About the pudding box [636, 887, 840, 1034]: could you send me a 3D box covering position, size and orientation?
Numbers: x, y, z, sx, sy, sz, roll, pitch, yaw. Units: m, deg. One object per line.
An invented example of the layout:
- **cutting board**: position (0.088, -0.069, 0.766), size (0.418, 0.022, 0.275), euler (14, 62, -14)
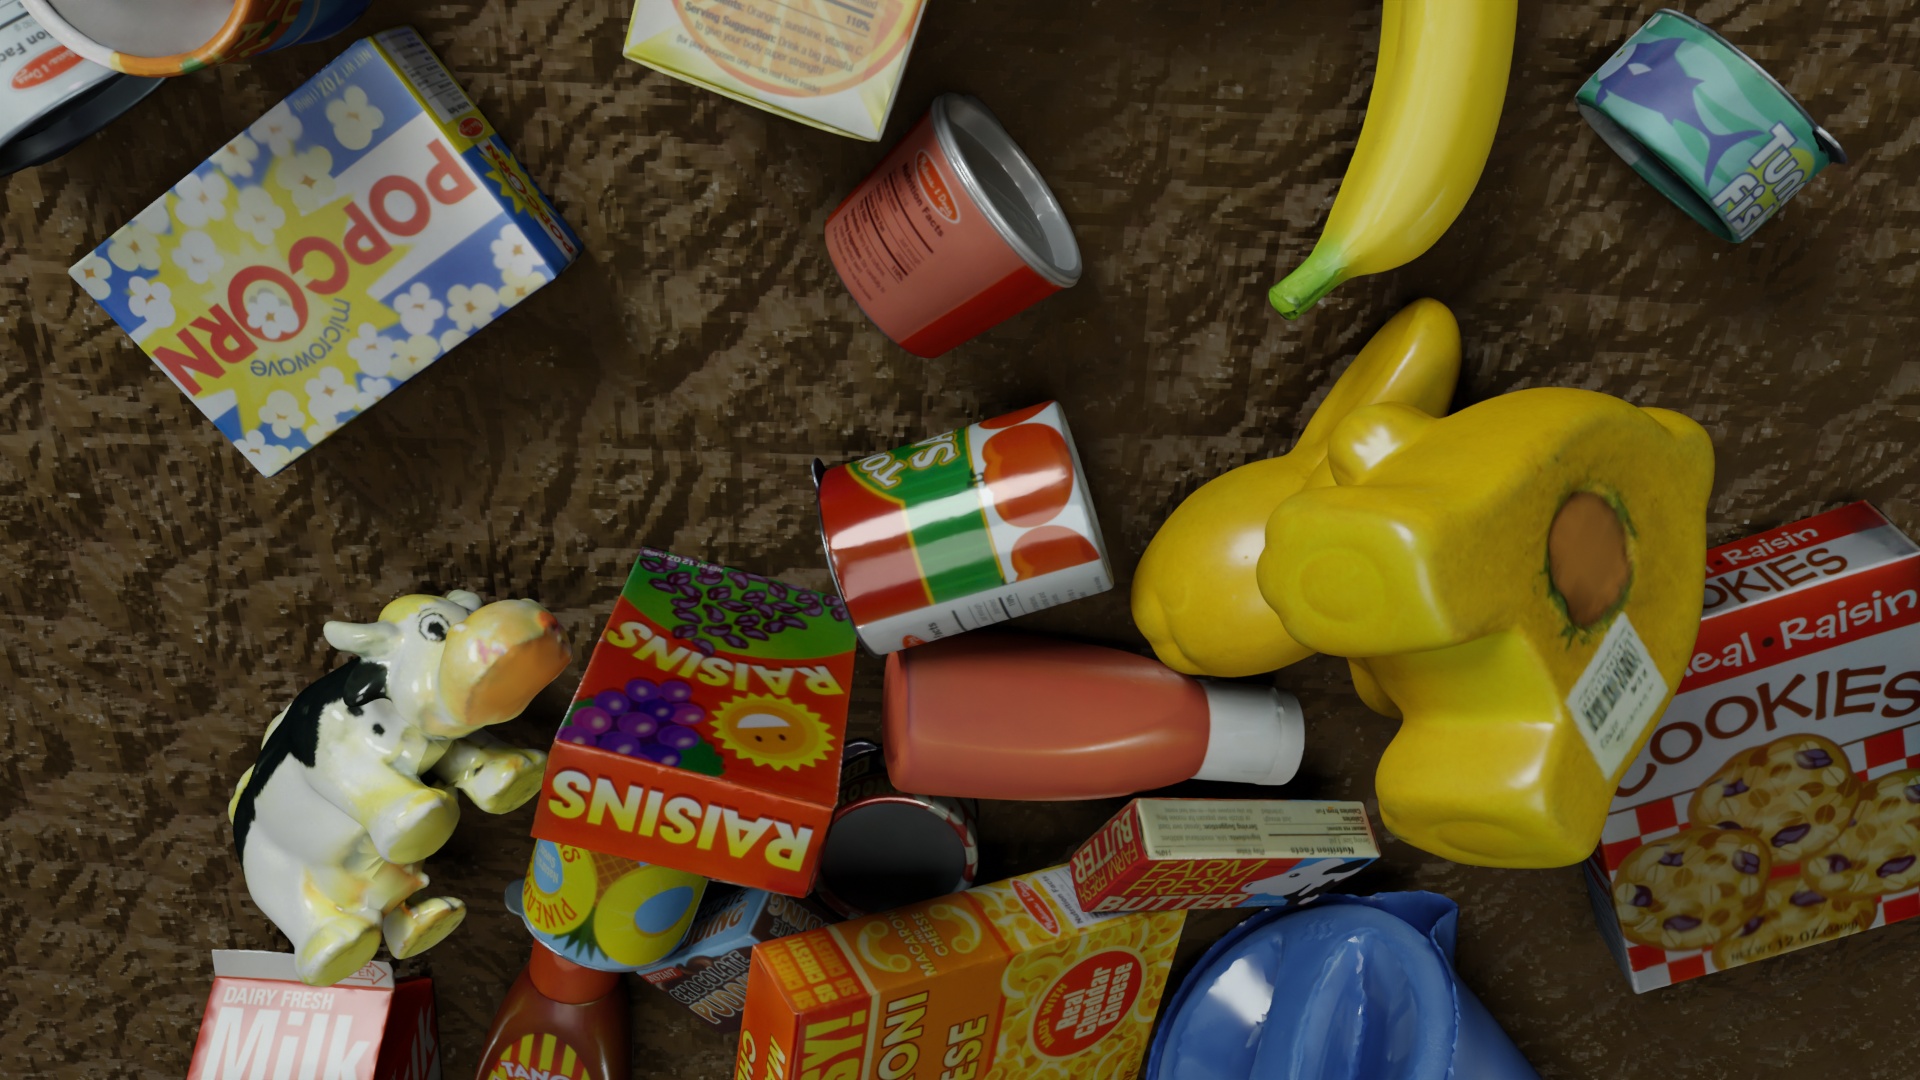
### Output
- **pudding box**: position (-0.083, 0.163, 0.545), size (0.049, 0.030, 0.083), euler (45, 133, -19)

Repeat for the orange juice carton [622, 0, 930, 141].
- **orange juice carton**: position (-0.023, -0.211, 0.357), size (0.073, 0.072, 0.191), euler (18, 115, -8)

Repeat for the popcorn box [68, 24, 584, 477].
- **popcorn box**: position (-0.195, -0.088, 0.435), size (0.126, 0.038, 0.085), euler (-31, 113, 14)

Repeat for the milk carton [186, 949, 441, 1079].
- **milk carton**: position (-0.263, 0.245, 0.577), size (0.072, 0.074, 0.189), euler (4, 115, -2)

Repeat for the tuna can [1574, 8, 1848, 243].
- **tuna can**: position (0.216, -0.118, 0.403), size (0.071, 0.071, 0.032), euler (36, 112, -16)

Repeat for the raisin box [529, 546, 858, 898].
- **raisin box**: position (-0.081, 0.056, 0.457), size (0.086, 0.124, 0.040), euler (16, 115, -8)

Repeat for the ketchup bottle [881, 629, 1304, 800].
- **ketchup bottle**: position (0.048, 0.064, 0.498), size (0.149, 0.065, 0.043), euler (6, 127, -12)

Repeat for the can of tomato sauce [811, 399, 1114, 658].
- **can of tomato sauce**: position (0.002, -0.006, 0.461), size (0.083, 0.071, 0.071), euler (-17, 115, 7)

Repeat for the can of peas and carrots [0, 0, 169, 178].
- **can of peas and carrots**: position (-0.271, -0.144, 0.394), size (0.071, 0.071, 0.058), euler (-28, 112, 13)

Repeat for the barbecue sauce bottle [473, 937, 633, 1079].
- **barbecue sauce bottle**: position (-0.164, 0.205, 0.574), size (0.065, 0.044, 0.147), euler (16, 115, -1)

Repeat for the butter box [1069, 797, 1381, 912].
- **butter box**: position (0.098, 0.117, 0.516), size (0.104, 0.024, 0.052), euler (5, 143, -24)

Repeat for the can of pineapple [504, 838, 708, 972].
- **can of pineapple**: position (-0.126, 0.116, 0.517), size (0.071, 0.071, 0.057), euler (19, 114, -9)

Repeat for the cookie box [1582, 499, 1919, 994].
- **cookie box**: position (0.291, 0.081, 0.518), size (0.123, 0.040, 0.166), euler (-19, 115, 9)

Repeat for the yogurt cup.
- **yogurt cup**: position (-0.004, -0.092, 0.421), size (0.054, 0.073, 0.072), euler (-33, 112, 24)

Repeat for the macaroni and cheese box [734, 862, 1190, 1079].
- **macaroni and cheese box**: position (-0.001, 0.191, 0.528), size (0.167, 0.040, 0.123), euler (-6, 120, -31)

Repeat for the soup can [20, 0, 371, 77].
- **soup can**: position (-0.201, -0.165, 0.373), size (0.071, 0.084, 0.071), euler (0, 116, 0)

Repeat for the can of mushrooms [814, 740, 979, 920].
- **can of mushrooms**: position (-0.027, 0.113, 0.536), size (0.071, 0.033, 0.070), euler (0, 117, 0)
